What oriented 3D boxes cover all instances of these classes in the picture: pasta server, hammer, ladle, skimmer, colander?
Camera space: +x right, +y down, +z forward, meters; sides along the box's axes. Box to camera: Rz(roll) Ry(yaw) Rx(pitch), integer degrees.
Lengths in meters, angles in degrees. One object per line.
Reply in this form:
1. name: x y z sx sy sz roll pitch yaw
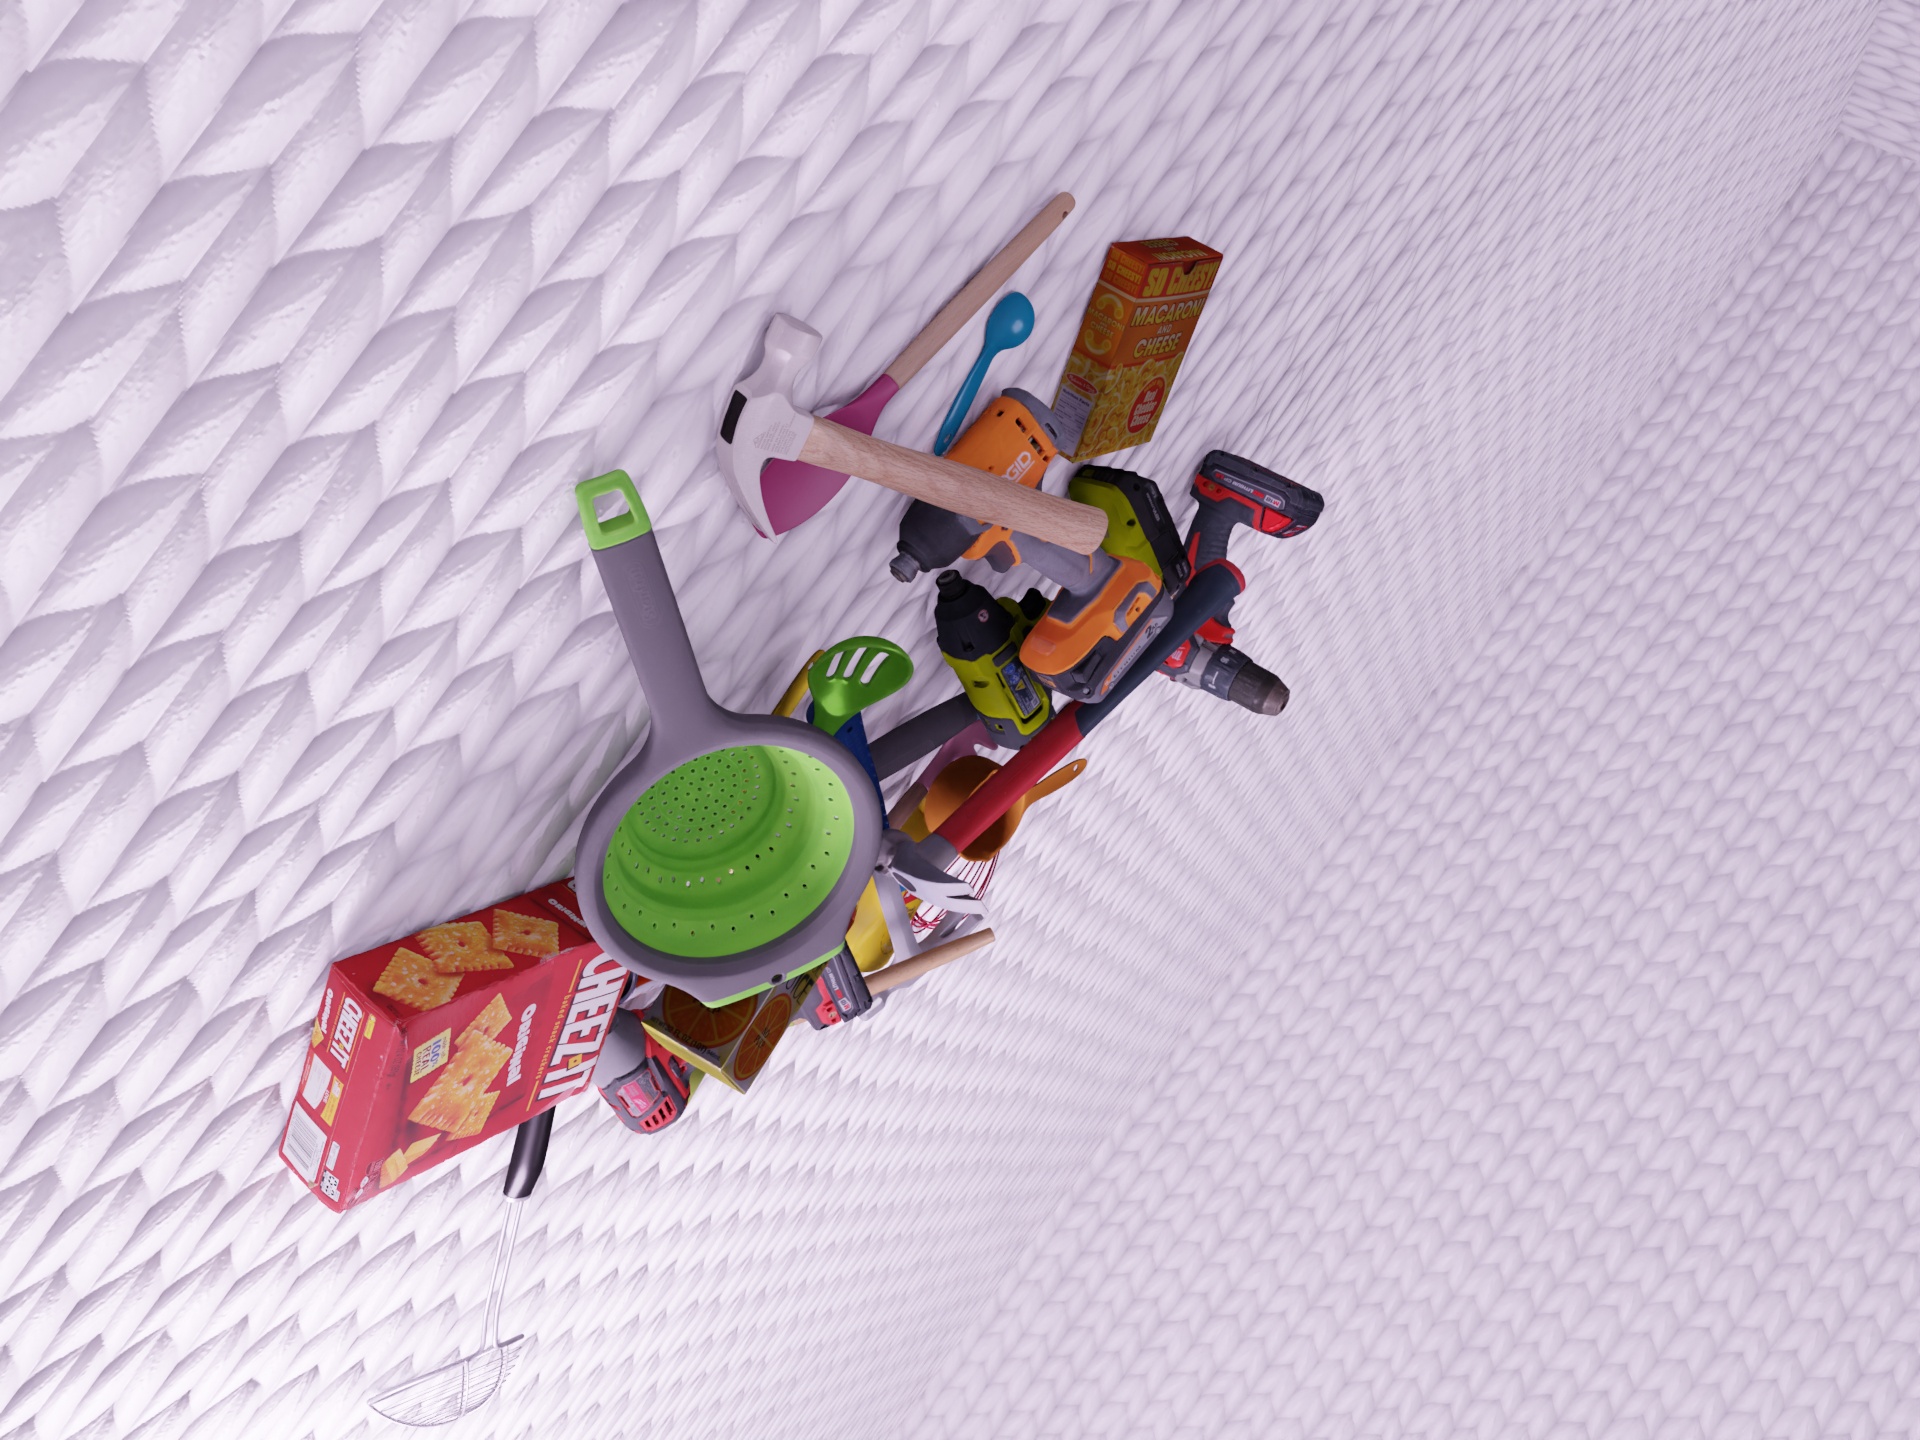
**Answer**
1. pasta server: -0.045 0.081 1.398 0.316 0.040 0.060 -51 141 -19
2. hammer: -0.002 -0.004 1.352 0.331 0.033 0.128 -31 121 -32
3. hammer: -0.064 0.108 1.311 0.144 0.035 0.405 -36 146 -18
4. ladle: -0.114 0.254 1.356 0.320 0.062 0.078 -22 -177 -8
5. hammer: -0.019 -0.156 1.044 0.331 0.031 0.130 11 115 -45
6. skimmer: -0.378 0.407 1.250 0.127 0.090 0.363 -4 116 -51
7. colander: -0.177 0.006 1.015 0.204 0.095 0.396 -22 127 -13
8. hammer: 0.101 0.003 1.256 0.386 0.143 0.038 -42 118 -18

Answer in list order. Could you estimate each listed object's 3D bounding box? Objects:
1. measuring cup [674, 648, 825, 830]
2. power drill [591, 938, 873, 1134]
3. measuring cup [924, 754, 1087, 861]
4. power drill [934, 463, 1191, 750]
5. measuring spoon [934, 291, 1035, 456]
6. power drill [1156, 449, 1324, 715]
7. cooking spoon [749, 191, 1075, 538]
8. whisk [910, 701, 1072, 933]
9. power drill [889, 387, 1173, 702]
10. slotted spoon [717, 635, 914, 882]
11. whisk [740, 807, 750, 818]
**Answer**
1. measuring cup: -0.151 0.008 1.141 0.156 0.029 0.062 -55 157 -4
2. power drill: -0.190 0.224 1.243 0.219 0.079 0.143 -30 136 -12
3. measuring cup: 0.039 0.060 1.420 0.173 0.052 0.095 -26 130 -39
4. power drill: 0.080 -0.106 1.323 0.223 0.080 0.171 -44 127 -20
5. measuring spoon: 0.019 -0.241 1.127 0.042 0.021 0.128 -3 125 -61
6. power drill: 0.272 -0.130 1.556 0.080 0.188 0.226 -5 123 -61
7. cooking spoon: -0.029 -0.239 1.044 0.319 0.017 0.068 -48 150 -13
8. whisk: 0.039 0.094 1.582 0.296 0.073 0.073 -52 157 -20
9. power drill: 0.050 -0.115 1.200 0.164 0.084 0.226 -49 126 -11
10. slotted spoon: -0.122 0.039 1.150 0.070 0.031 0.313 11 135 -28
11. whisk: -0.166 0.153 1.290 0.055 0.055 0.238 -36 146 -36
